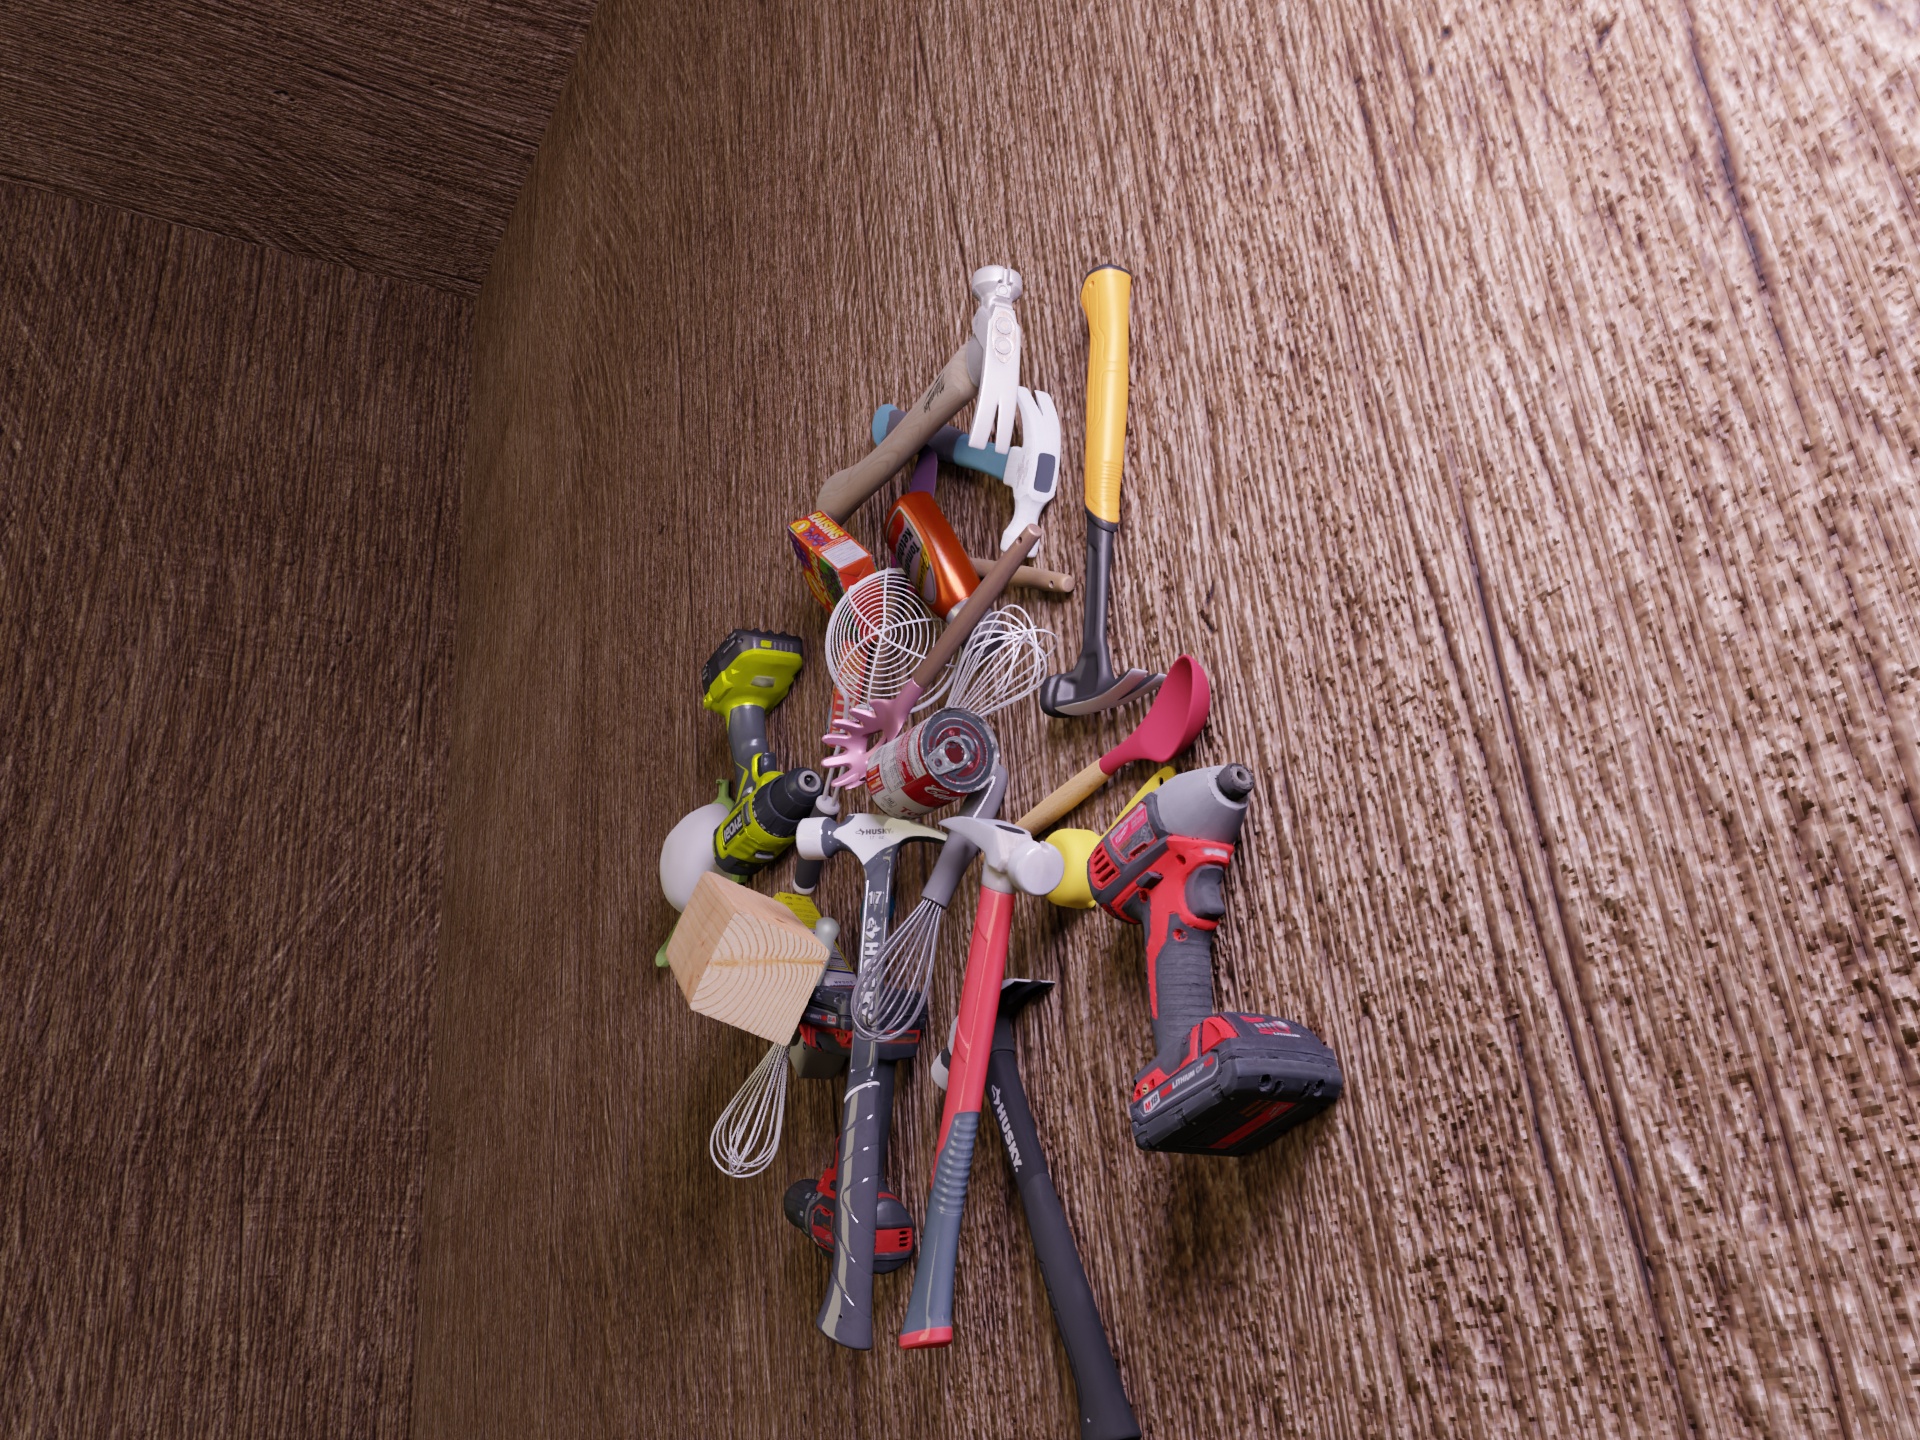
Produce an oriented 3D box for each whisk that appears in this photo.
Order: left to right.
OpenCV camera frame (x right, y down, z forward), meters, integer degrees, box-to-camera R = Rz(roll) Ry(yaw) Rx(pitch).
[{"bbox_3d":[-0.159,0.289,1.405,0.058,0.059,0.246,-143,74,-86],"label":"whisk"},{"bbox_3d":[-0.019,0.138,1.223,0.055,0.055,0.239,-3,58,61],"label":"whisk"},{"bbox_3d":[-0.002,-0.003,1.288,0.284,0.070,0.070,131,139,-53],"label":"whisk"}]

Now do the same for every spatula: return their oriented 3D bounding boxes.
[{"bbox_3d":[-0.061,-0.093,1.428,0.060,0.018,0.315,-125,44,-56],"label":"spatula"}]

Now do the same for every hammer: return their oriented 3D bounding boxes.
[{"bbox_3d":[-0.070,0.269,1.235,0.149,0.036,0.409,-4,69,18],"label":"hammer"},{"bbox_3d":[-0.048,-0.233,1.368,0.410,0.038,0.146,152,124,-64],"label":"hammer"},{"bbox_3d":[-0.003,0.264,1.157,0.143,0.038,0.386,18,100,63],"label":"hammer"},{"bbox_3d":[-0.003,-0.235,1.377,0.331,0.033,0.128,34,113,60],"label":"hammer"},{"bbox_3d":[0.059,0.333,1.099,0.146,0.035,0.335,-60,35,36],"label":"hammer"},{"bbox_3d":[0.107,-0.174,1.155,0.127,0.034,0.337,-17,67,60],"label":"hammer"}]

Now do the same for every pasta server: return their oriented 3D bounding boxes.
[{"bbox_3d":[-0.025,-0.048,1.276,0.316,0.040,0.060,-51,56,41],"label":"pasta server"}]

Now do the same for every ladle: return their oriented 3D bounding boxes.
[{"bbox_3d":[0.090,0.044,1.132,0.315,0.031,0.069,-44,34,52],"label":"ladle"}]

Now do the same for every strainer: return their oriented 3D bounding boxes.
[{"bbox_3d":[-0.319,0.194,1.801,0.256,0.069,0.152,-58,36,34],"label":"strainer"}]

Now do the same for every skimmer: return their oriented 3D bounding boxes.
[{"bbox_3d":[-0.090,0.023,1.451,0.127,0.090,0.363,36,135,17],"label":"skimmer"}]

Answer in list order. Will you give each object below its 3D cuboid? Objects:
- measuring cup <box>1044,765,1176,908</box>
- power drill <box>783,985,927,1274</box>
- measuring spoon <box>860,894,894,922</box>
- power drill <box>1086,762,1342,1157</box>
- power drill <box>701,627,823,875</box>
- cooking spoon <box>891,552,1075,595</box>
[{"bbox_3d":[0.098,0.077,1.102,0.156,0.029,0.062,-53,39,44],"label":"measuring cup"},{"bbox_3d":[-0.099,0.341,1.350,0.188,0.080,0.227,-10,76,61],"label":"power drill"},{"bbox_3d":[-0.060,0.124,1.404,0.042,0.021,0.129,-4,70,62],"label":"measuring spoon"},{"bbox_3d":[0.146,0.137,0.955,0.143,0.078,0.220,-50,38,44],"label":"power drill"},{"bbox_3d":[-0.200,0.025,1.624,0.190,0.080,0.229,-42,50,50],"label":"power drill"},{"bbox_3d":[0.009,-0.128,1.338,0.319,0.017,0.068,20,115,61],"label":"cooking spoon"}]
